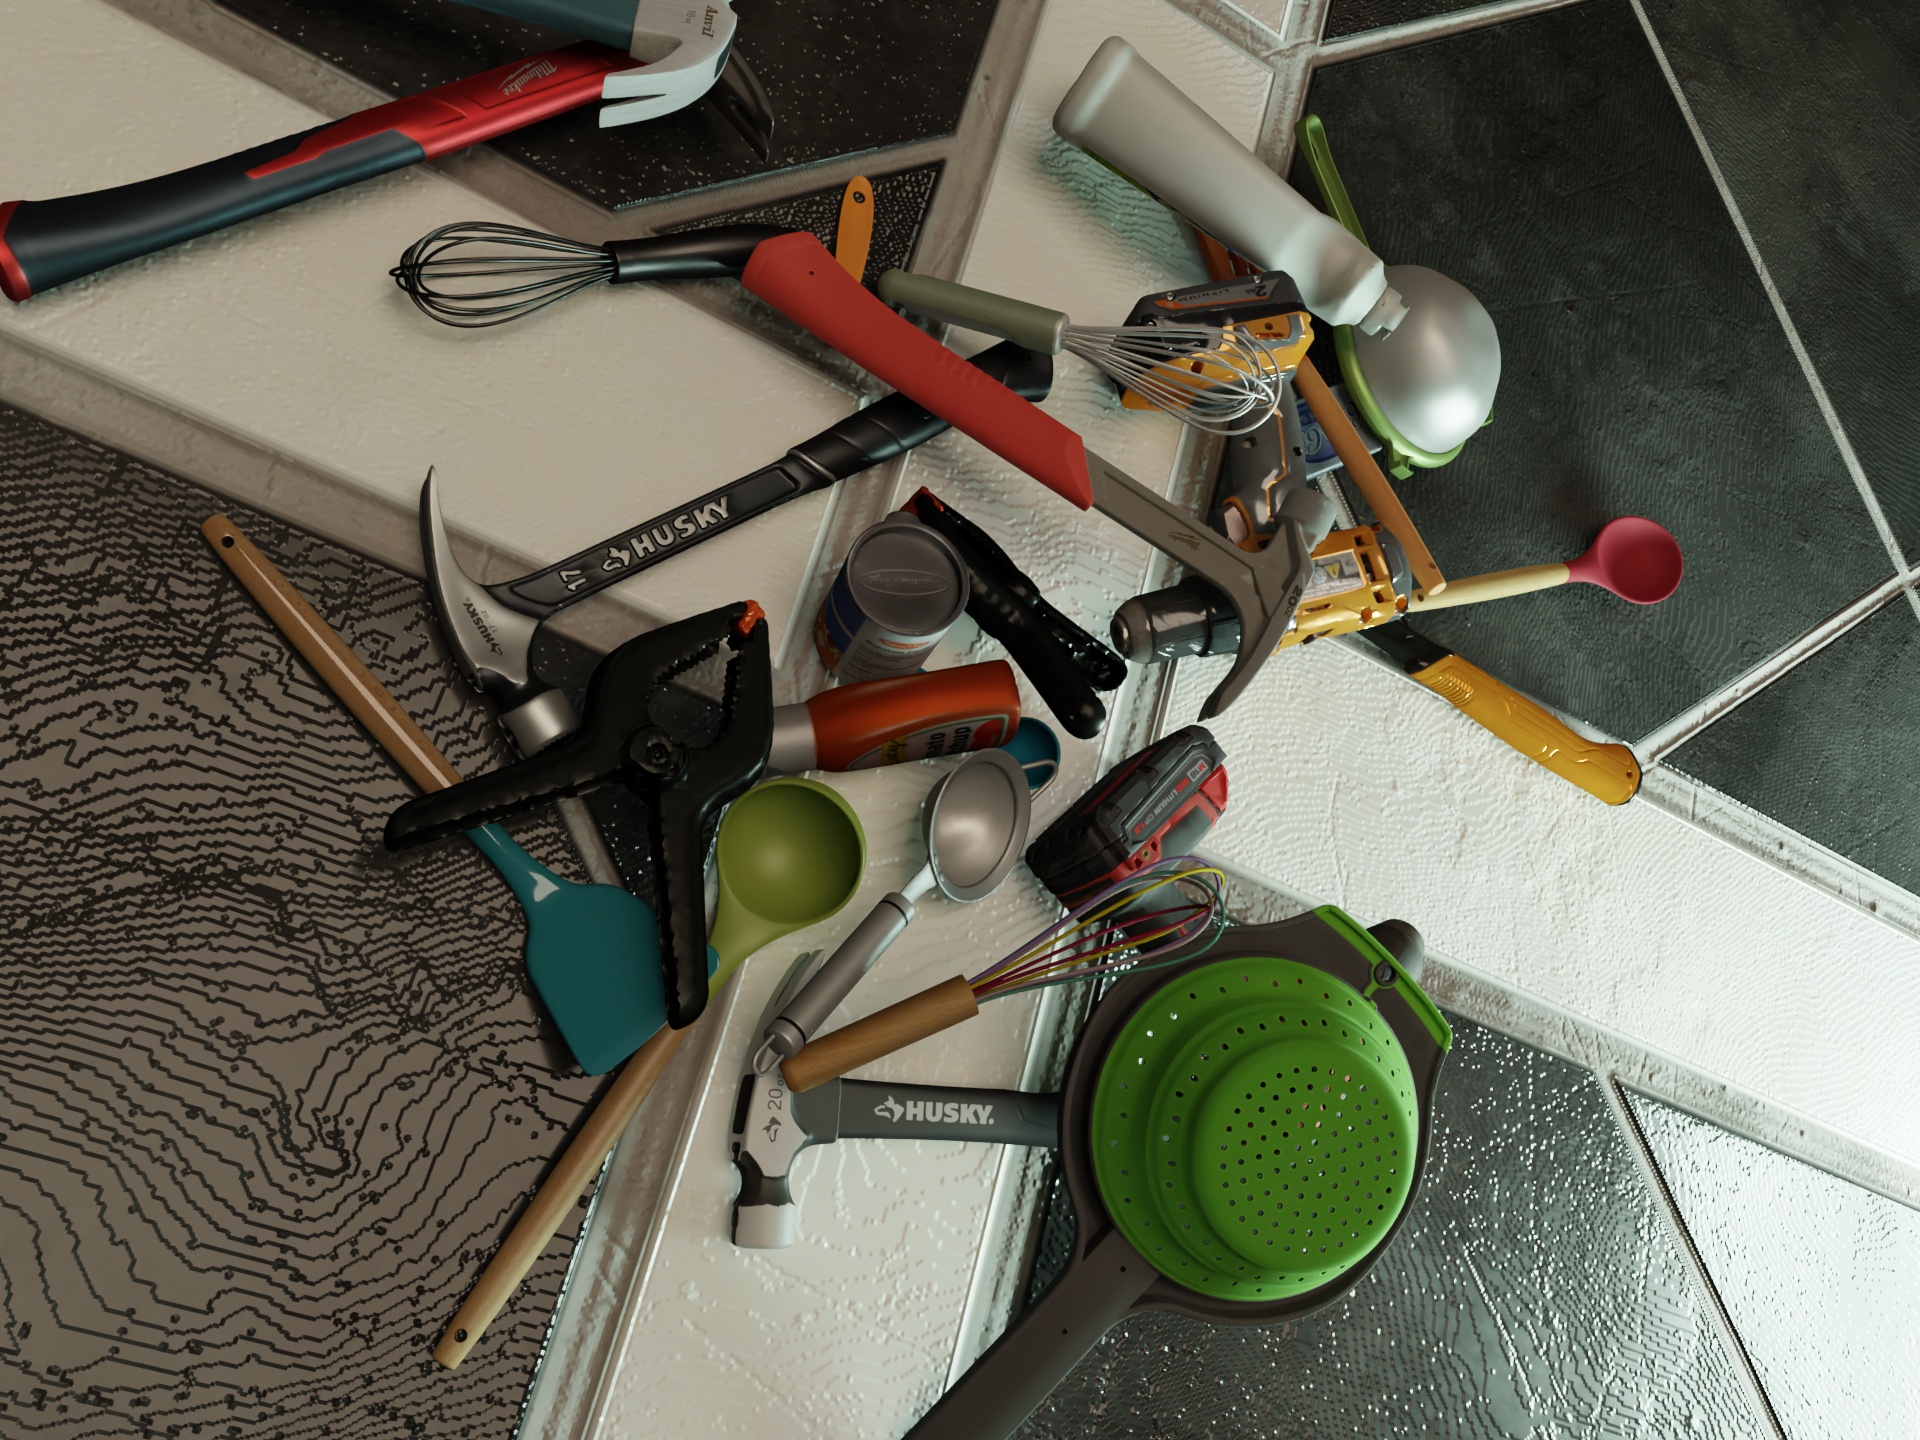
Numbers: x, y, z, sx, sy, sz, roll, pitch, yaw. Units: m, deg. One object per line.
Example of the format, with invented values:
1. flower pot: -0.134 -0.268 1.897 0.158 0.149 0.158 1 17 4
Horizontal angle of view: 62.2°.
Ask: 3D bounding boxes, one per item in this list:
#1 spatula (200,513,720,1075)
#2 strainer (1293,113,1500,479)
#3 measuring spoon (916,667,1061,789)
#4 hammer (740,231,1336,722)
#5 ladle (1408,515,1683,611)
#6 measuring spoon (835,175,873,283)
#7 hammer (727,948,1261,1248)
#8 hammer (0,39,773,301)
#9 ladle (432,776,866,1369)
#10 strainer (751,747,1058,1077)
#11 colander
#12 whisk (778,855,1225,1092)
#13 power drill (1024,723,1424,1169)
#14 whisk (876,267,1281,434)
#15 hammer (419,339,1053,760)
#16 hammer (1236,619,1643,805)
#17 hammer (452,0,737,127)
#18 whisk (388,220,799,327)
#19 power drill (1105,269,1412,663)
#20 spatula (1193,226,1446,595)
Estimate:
1. spatula: -0.247 0.025 0.754 0.082 0.044 0.317 -42 97 -14
2. strainer: 0.304 -0.302 1.083 0.151 0.069 0.256 -31 99 -42
3. measuring spoon: -0.001 -0.003 0.908 0.128 0.021 0.042 32 77 -7
4. hammer: 0.033 -0.150 0.889 0.359 0.036 0.149 32 77 -6
5. ladle: 0.407 -0.100 1.115 0.315 0.031 0.069 -11 78 -36
6. measuring spoon: -0.067 -0.273 0.942 0.021 0.011 0.117 16 68 -23
7. hammer: 0.039 0.210 0.863 0.334 0.035 0.146 10 74 -25
8. hammer: -0.280 -0.282 0.800 0.386 0.038 0.143 -33 75 -27
9. ladle: -0.149 0.162 0.766 0.078 0.062 0.320 33 67 2
10. strainer: -0.031 0.092 0.825 0.258 0.050 0.086 -46 132 -42
11. colander: 0.099 0.265 0.780 0.397 0.094 0.204 -44 94 -8
12. whisk: 0.026 0.131 0.799 0.245 0.047 0.051 -23 82 -10
13. power drill: 0.165 0.115 0.913 0.188 0.080 0.226 -39 93 -37
14. whisk: 0.065 -0.220 0.920 0.246 0.058 0.059 18 93 11
15. hammer: -0.102 -0.136 0.876 0.409 0.036 0.149 -32 92 -30
16. hammer: 0.332 -0.022 1.071 0.336 0.034 0.127 29 66 -19
17. hammer: -0.280 -0.385 0.807 0.331 0.033 0.128 10 61 -13
18. whisk: -0.186 -0.247 0.853 0.239 0.055 0.055 -17 86 -33
19. power drill: 0.156 -0.146 0.970 0.185 0.084 0.226 -14 80 -14
20. spatula: 0.236 -0.219 1.036 0.081 0.041 0.323 -9 62 -29
